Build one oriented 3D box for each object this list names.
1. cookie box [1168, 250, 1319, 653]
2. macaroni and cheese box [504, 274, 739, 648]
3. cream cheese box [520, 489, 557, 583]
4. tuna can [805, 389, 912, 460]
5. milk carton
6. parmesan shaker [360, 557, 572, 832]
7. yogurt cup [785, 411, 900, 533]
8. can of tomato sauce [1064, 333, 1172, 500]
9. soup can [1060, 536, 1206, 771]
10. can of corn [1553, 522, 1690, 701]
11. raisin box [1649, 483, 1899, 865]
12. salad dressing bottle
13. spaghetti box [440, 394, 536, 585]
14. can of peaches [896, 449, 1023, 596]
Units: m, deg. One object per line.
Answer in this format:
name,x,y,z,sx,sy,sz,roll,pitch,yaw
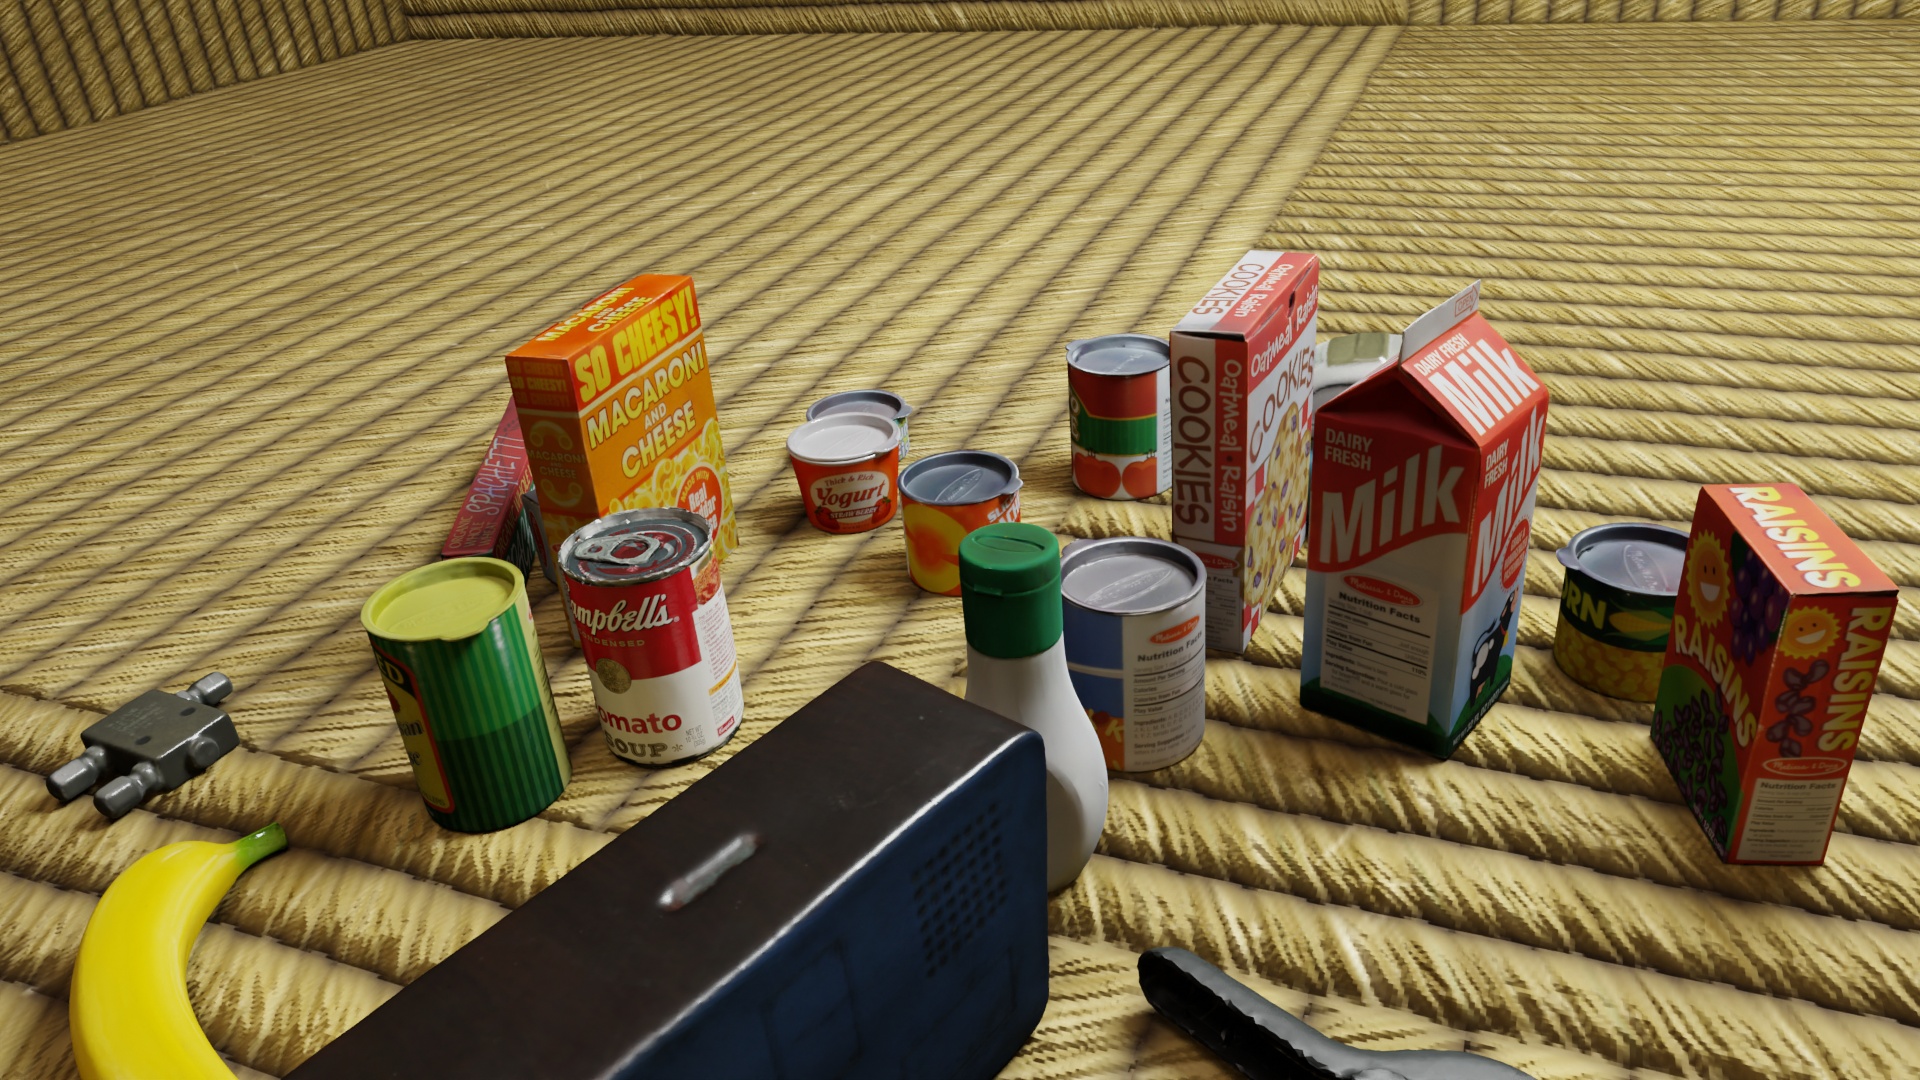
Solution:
cookie box,0.144,-0.047,0.695,0.040,0.166,0.123,10,32,25
macaroni and cheese box,-0.174,-0.042,0.737,0.040,0.165,0.124,6,30,19
cream cheese box,-0.203,-0.019,0.817,0.024,0.053,0.104,22,38,40
tuna can,-0.065,-0.072,0.914,0.071,0.032,0.071,-4,29,2
milk carton,0.198,-0.011,0.597,0.073,0.189,0.073,19,36,37
parmesan shaker,-0.212,0.069,0.605,0.071,0.102,0.071,-4,28,2
yogurt cup,-0.068,-0.040,0.833,0.072,0.053,0.073,-4,28,2
can of tomato sauce,0.097,-0.075,0.842,0.071,0.082,0.071,-4,28,2
soup can,0.074,0.049,0.617,0.071,0.083,0.072,-4,28,2
can of corn,0.308,0.032,0.637,0.071,0.058,0.071,-4,28,2
raisin box,0.310,0.050,0.536,0.040,0.122,0.086,-1,29,7
salad dressing bottle,0.023,0.065,0.528,0.064,0.147,0.044,10,32,26
spaghetti box,-0.273,-0.029,0.850,0.029,0.050,0.251,-7,29,-4
can of peaches,0.003,-0.010,0.762,0.071,0.057,0.071,-4,28,2
